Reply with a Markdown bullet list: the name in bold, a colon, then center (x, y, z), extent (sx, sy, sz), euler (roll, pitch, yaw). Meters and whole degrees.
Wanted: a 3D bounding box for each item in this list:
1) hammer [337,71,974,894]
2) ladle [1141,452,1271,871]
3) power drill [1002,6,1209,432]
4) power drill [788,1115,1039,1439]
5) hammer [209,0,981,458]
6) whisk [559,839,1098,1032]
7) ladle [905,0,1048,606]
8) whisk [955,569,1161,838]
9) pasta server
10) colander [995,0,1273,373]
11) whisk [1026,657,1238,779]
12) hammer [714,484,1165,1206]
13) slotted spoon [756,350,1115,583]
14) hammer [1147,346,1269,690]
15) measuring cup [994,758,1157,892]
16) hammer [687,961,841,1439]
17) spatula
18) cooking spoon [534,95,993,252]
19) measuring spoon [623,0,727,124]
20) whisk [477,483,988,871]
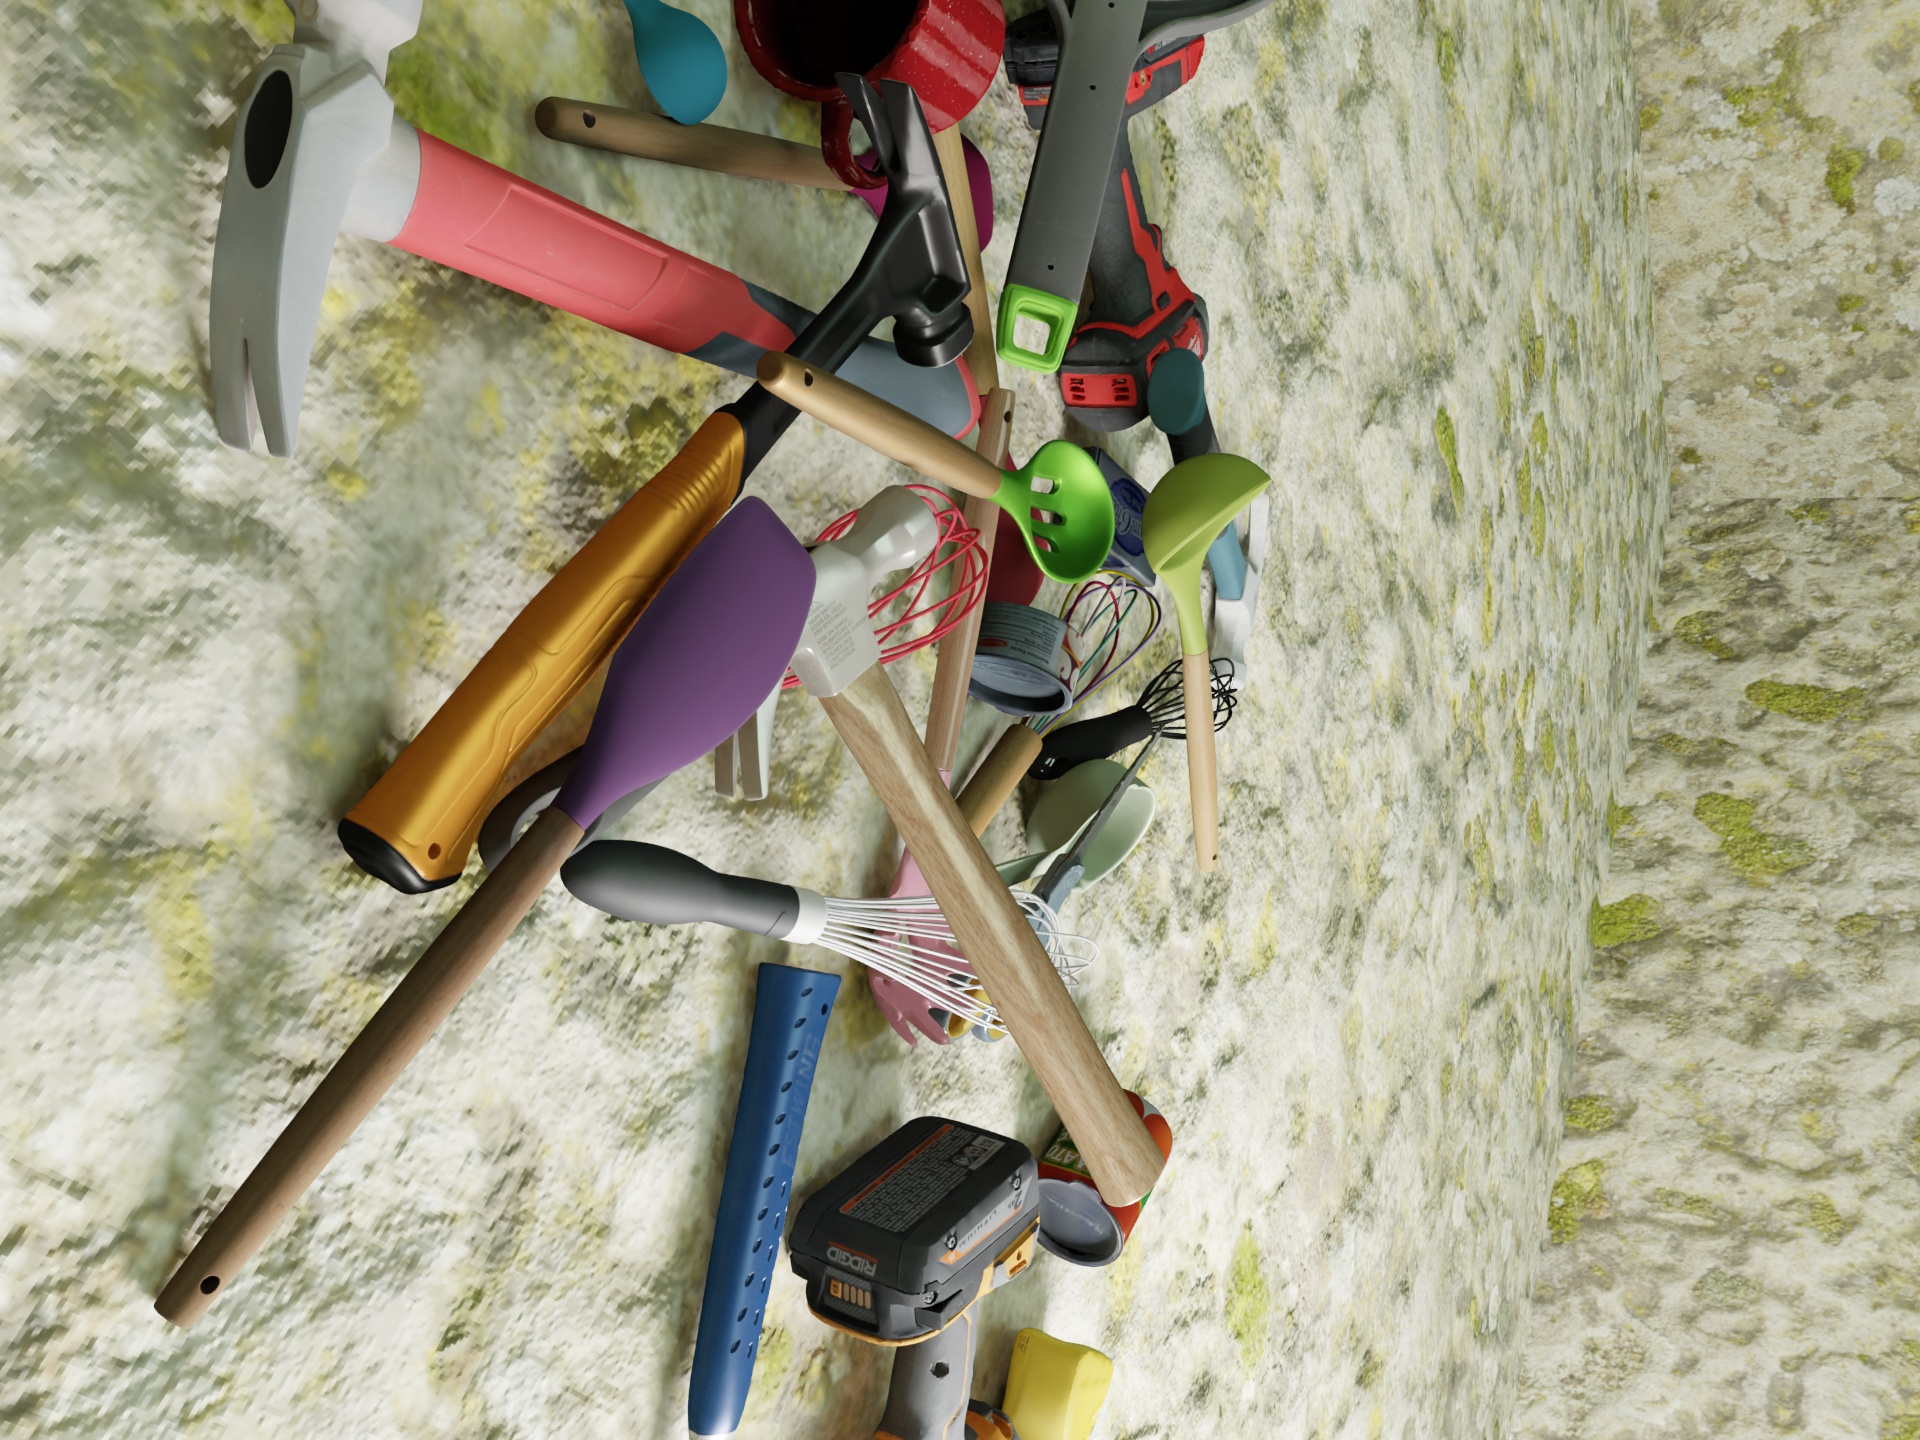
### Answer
- **hammer**: center (-0.099, -0.083, 0.563), extent (0.337, 0.034, 0.127), euler (-56, 151, -25)
- **ladle**: center (0.148, -0.018, 0.934), extent (0.078, 0.062, 0.319), euler (-36, 137, -26)
- **power drill**: center (0.097, -0.287, 0.892), extent (0.143, 0.078, 0.219), euler (-46, 135, -46)
- **power drill**: center (-0.032, 0.325, 0.745), extent (0.185, 0.084, 0.226), euler (-22, 117, -56)
- **hammer**: center (-0.101, -0.140, 0.604), extent (0.386, 0.038, 0.143), euler (4, 100, -61)
- **whisk**: center (-0.044, 0.087, 0.673), extent (0.284, 0.070, 0.070), euler (20, 76, -42)
- **ladle**: center (0.008, -0.187, 0.777), extent (0.069, 0.031, 0.315), euler (-48, 135, -47)
- **whisk**: center (0.042, -0.006, 0.873), extent (0.047, 0.051, 0.245), euler (53, 50, -20)
- **pasta server**: center (-0.001, -0.002, 0.766), extent (0.060, 0.040, 0.316), euler (7, 93, -48)
- **colander**: center (0.082, -0.360, 0.734), extent (0.094, 0.204, 0.397), euler (164, -60, -77)
- **whisk**: center (0.108, 0.000, 0.972), extent (0.239, 0.055, 0.055), euler (-19, 110, -52)
- **hammer**: center (0.005, 0.077, 0.661), extent (0.130, 0.031, 0.331), euler (-42, 116, -31)
- **slotted spoon**: center (0.000, -0.109, 0.674), extent (0.313, 0.031, 0.070), euler (8, 83, -65)
- **hammer**: center (0.156, -0.129, 0.986), extent (0.330, 0.033, 0.128), euler (48, 51, -67)
- **measuring cup**: center (0.037, 0.065, 0.871), extent (0.167, 0.038, 0.083), euler (-15, 138, -39)
- **hammer**: center (-0.107, 0.304, 0.655), extent (0.144, 0.035, 0.406), euler (26, 72, -58)
- **spatula**: center (-0.143, 0.054, 0.518), extent (0.316, 0.018, 0.059), euler (-55, 127, -23)
- **cooking spoon**: center (-0.062, -0.237, 0.682), extent (0.319, 0.017, 0.068), euler (-20, 109, -57)
- **measuring spoon**: center (-0.117, -0.278, 0.567), extent (0.128, 0.021, 0.042), euler (62, 33, -30)
- **whisk**: center (-0.079, -0.022, 0.646), extent (0.296, 0.073, 0.073), euler (-40, 127, -43)
